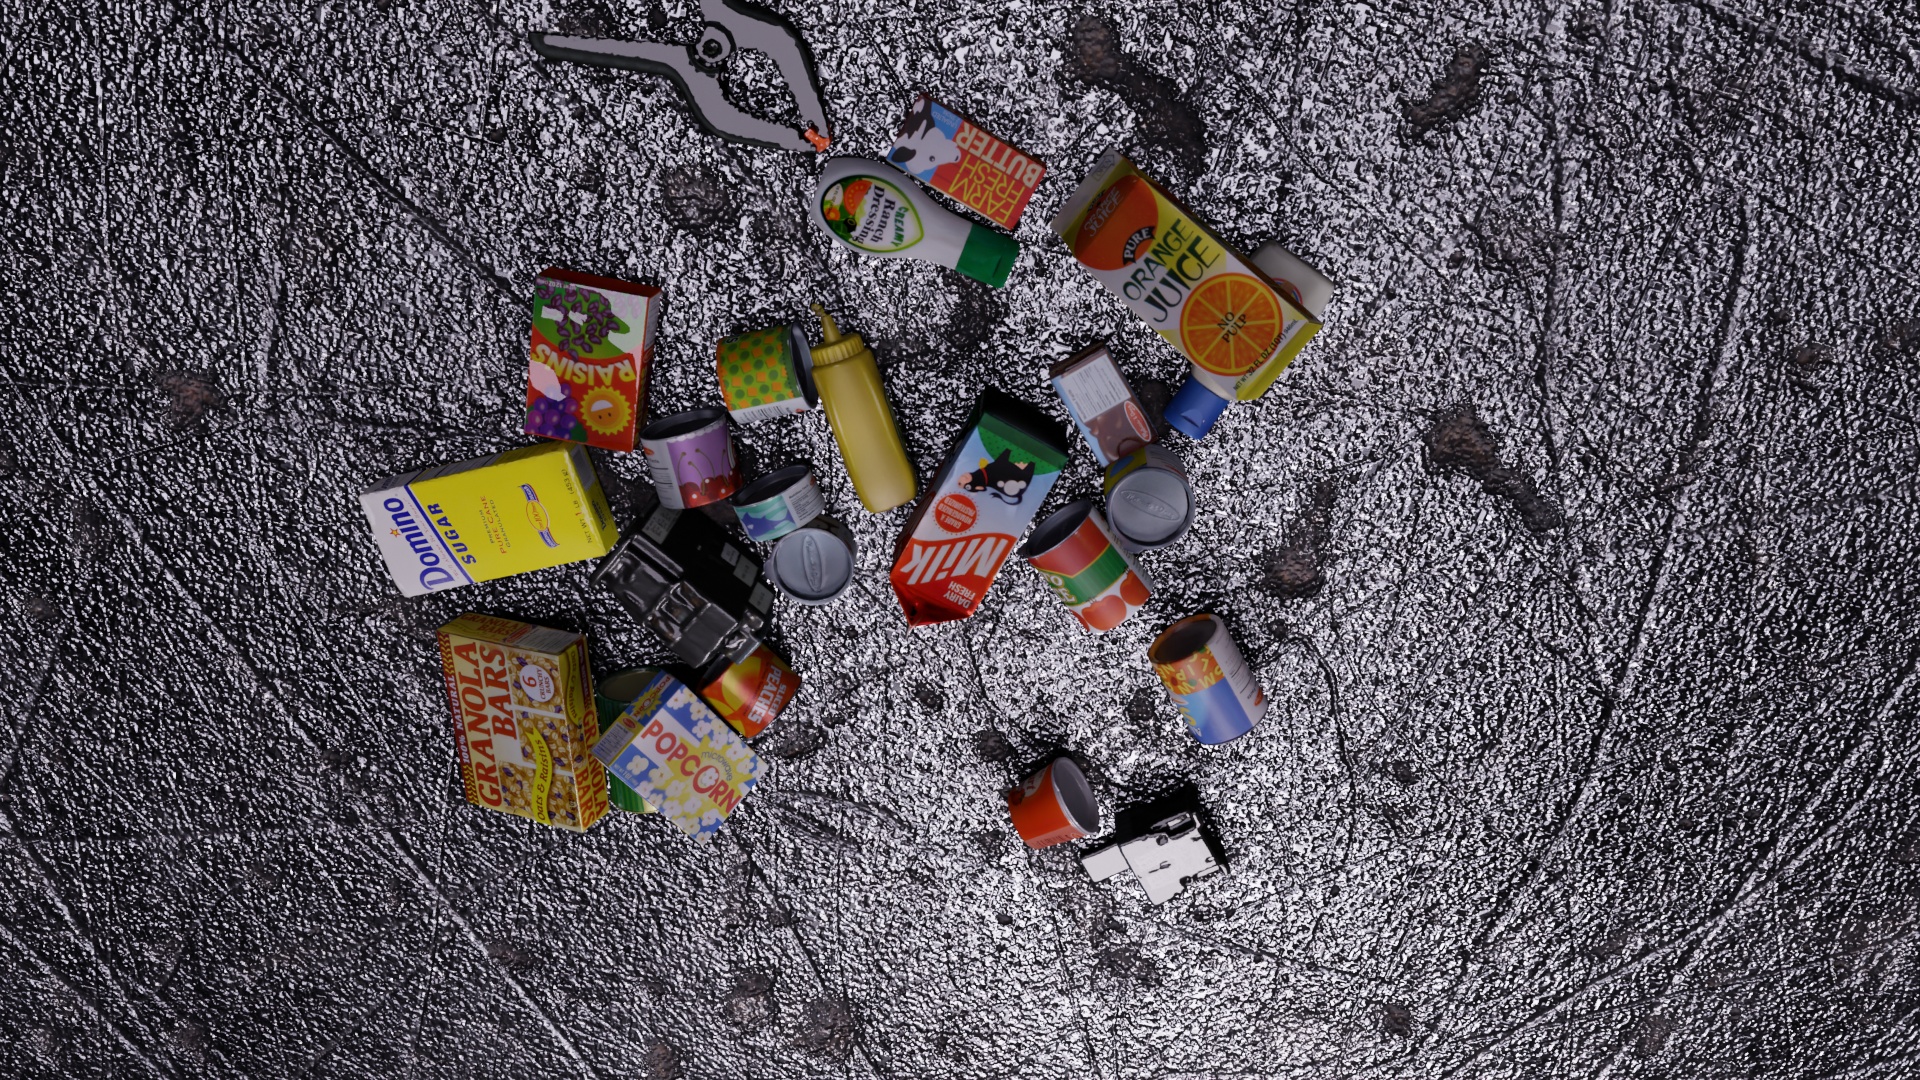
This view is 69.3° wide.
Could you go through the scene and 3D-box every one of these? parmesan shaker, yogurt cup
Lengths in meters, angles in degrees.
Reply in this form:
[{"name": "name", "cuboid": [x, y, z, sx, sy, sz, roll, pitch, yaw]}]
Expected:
[{"name": "parmesan shaker", "cuboid": [-0.259, 0.162, 1.146, 0.071, 0.071, 0.102, -1, 111, 3]}, {"name": "yogurt cup", "cuboid": [0.076, 0.221, 1.154, 0.054, 0.073, 0.072, -29, 108, 22]}]

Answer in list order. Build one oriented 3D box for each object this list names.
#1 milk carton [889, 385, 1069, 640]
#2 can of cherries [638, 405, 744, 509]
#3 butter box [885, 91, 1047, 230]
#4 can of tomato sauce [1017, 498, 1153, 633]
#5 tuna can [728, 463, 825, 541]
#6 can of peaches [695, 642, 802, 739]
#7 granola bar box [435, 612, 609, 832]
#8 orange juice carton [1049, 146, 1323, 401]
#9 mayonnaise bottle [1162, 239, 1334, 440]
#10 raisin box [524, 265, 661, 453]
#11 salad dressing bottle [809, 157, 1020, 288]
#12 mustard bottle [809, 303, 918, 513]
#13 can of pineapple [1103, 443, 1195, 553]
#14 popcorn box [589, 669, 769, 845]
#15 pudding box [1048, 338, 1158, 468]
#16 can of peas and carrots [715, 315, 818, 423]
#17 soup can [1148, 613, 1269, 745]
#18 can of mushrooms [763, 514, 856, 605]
[{"name": "milk carton", "cuboid": [0.004, -0.013, 1.057, 0.073, 0.072, 0.189, 28, 111, -9]}, {"name": "can of cherries", "cuboid": [-0.200, -0.063, 1.051, 0.071, 0.072, 0.058, -11, 111, 7]}, {"name": "butter box", "cuboid": [0.005, -0.267, 0.981, 0.103, 0.024, 0.053, 28, 111, -8]}, {"name": "can of tomato sauce", "cuboid": [0.097, 0.021, 1.070, 0.071, 0.071, 0.083, -36, 107, 15]}, {"name": "tuna can", "cuboid": [-0.141, -0.028, 1.062, 0.071, 0.071, 0.032, -20, 110, 10]}, {"name": "can of peaches", "cuboid": [-0.170, 0.116, 1.119, 0.071, 0.071, 0.058, -42, 104, 17]}, {"name": "granola bar box", "cuboid": [-0.357, 0.149, 1.136, 0.124, 0.039, 0.164, 8, 114, 23]}, {"name": "orange juice carton", "cuboid": [0.151, -0.185, 0.962, 0.193, 0.073, 0.071, 44, 110, 12]}, {"name": "mayonnaise bottle", "cuboid": [0.205, -0.142, 1.013, 0.065, 0.041, 0.147, 33, 109, -4]}, {"name": "raisin box", "cuboid": [-0.276, -0.135, 1.040, 0.086, 0.040, 0.123, 10, 111, -2]}, {"name": "salad dressing bottle", "cuboid": [-0.031, -0.224, 0.990, 0.148, 0.044, 0.064, 21, 116, -6]}, {"name": "mustard bottle", "cuboid": [-0.077, -0.101, 1.031, 0.049, 0.065, 0.159, -20, 107, -3]}, {"name": "can of pineapple", "cuboid": [0.140, -0.033, 1.051, 0.071, 0.058, 0.070, 1, 112, 3]}, {"name": "popcorn box", "cuboid": [-0.222, 0.174, 1.107, 0.085, 0.038, 0.126, -50, 131, -17]}, {"name": "pudding box", "cuboid": [0.107, -0.102, 1.040, 0.049, 0.030, 0.083, -30, 108, 12]}, {"name": "can of peas and carrots", "cuboid": [-0.142, -0.126, 1.023, 0.059, 0.071, 0.070, -11, 111, 8]}, {"name": "soup can", "cuboid": [0.194, 0.111, 1.103, 0.071, 0.071, 0.083, -28, 108, 13]}, {"name": "can of mushrooms", "cuboid": [-0.118, 0.015, 1.095, 0.071, 0.033, 0.070, 1, 113, 2]}]
